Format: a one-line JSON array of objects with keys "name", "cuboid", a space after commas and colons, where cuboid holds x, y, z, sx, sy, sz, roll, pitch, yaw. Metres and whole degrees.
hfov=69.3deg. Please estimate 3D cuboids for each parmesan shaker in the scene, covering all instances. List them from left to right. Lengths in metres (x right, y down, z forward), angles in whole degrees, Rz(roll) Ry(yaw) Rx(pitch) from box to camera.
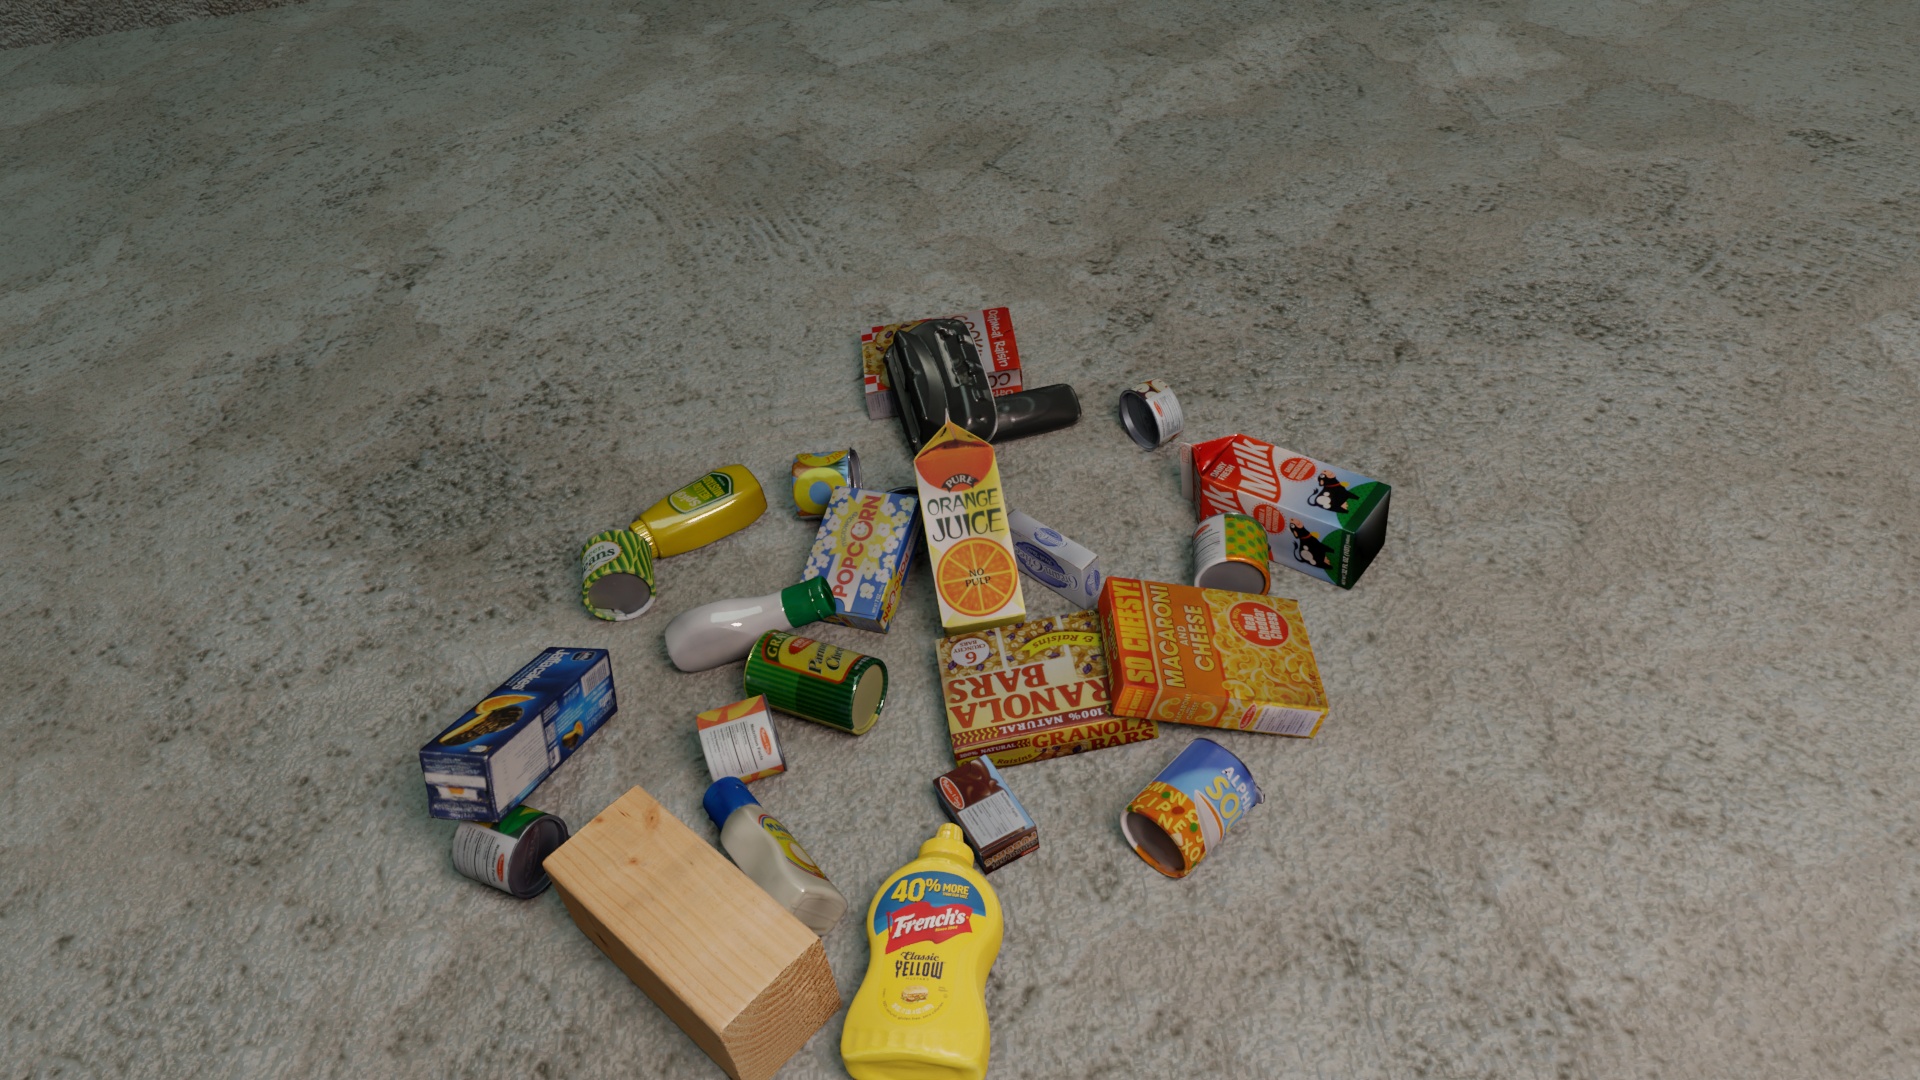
[{"name": "parmesan shaker", "cuboid": [-0.119, 0.117, 1.166, 0.103, 0.071, 0.072, 13, 46, 23]}]

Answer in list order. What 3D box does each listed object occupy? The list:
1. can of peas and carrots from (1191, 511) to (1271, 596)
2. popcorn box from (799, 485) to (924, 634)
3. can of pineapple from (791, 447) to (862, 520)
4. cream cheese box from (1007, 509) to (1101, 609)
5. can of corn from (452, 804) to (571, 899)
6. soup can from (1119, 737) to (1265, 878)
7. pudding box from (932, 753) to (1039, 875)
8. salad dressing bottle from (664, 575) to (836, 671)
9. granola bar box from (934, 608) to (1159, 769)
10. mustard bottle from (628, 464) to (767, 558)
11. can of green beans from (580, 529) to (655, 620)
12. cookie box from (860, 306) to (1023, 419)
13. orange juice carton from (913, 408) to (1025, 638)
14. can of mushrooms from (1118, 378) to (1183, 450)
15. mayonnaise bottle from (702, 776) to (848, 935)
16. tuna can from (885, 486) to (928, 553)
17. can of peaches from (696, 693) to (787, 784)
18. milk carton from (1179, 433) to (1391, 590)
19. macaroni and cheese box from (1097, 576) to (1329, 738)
[{"name": "can of peas and carrots", "cuboid": [0.238, 0.020, 1.209, 0.071, 0.070, 0.059, -1, 43, 9]}, {"name": "popcorn box", "cuboid": [-0.090, 0.016, 1.263, 0.085, 0.038, 0.127, 9, 65, 19]}, {"name": "can of pineapple", "cuboid": [-0.129, -0.056, 1.355, 0.058, 0.070, 0.071, -4, 42, 6]}, {"name": "cream cheese box", "cuboid": [0.081, 0.017, 1.248, 0.024, 0.053, 0.104, -38, 49, -26]}, {"name": "can of corn", "cuboid": [-0.347, 0.237, 1.076, 0.058, 0.070, 0.071, 12, 46, 23]}, {"name": "soup can", "cuboid": [0.170, 0.198, 1.023, 0.071, 0.071, 0.084, 30, 56, 35]}, {"name": "pudding box", "cuboid": [0.020, 0.209, 1.065, 0.050, 0.030, 0.084, -25, 44, -15]}, {"name": "salad dressing bottle", "cuboid": [-0.183, 0.071, 1.215, 0.147, 0.064, 0.044, -19, 50, 8]}, {"name": "granola bar box", "cuboid": [0.068, 0.121, 1.146, 0.166, 0.038, 0.125, -11, 42, -1]}, {"name": "mustard bottle", "cuboid": [-0.270, -0.019, 1.354, 0.161, 0.048, 0.065, -29, 44, -21]}, {"name": "can of green beans", "cuboid": [-0.319, 0.033, 1.294, 0.071, 0.071, 0.058, -14, 43, -5]}, {"name": "cookie box", "cuboid": [-0.022, -0.195, 1.509, 0.167, 0.040, 0.123, -9, 42, 0]}, {"name": "orange juice carton", "cuboid": [0.004, -0.015, 1.216, 0.073, 0.071, 0.193, -10, 76, -1]}, {"name": "can of mushrooms", "cuboid": [0.188, -0.126, 1.378, 0.033, 0.070, 0.071, -27, 45, -19]}, {"name": "mayonnaise bottle", "cuboid": [-0.146, 0.234, 1.045, 0.041, 0.064, 0.148, -52, 47, 1]}, {"name": "tuna can", "cuboid": [-0.052, -0.017, 1.324, 0.071, 0.032, 0.071, -5, 42, 5]}, {"name": "can of peaches", "cuboid": [-0.177, 0.164, 1.126, 0.058, 0.071, 0.071, -17, 42, -8]}, {"name": "milk carton", "cuboid": [0.282, -0.034, 1.254, 0.191, 0.072, 0.074, 23, 52, 31]}, {"name": "macaroni and cheese box", "cuboid": [0.199, 0.093, 1.118, 0.167, 0.040, 0.124, 7, 41, -9]}]
